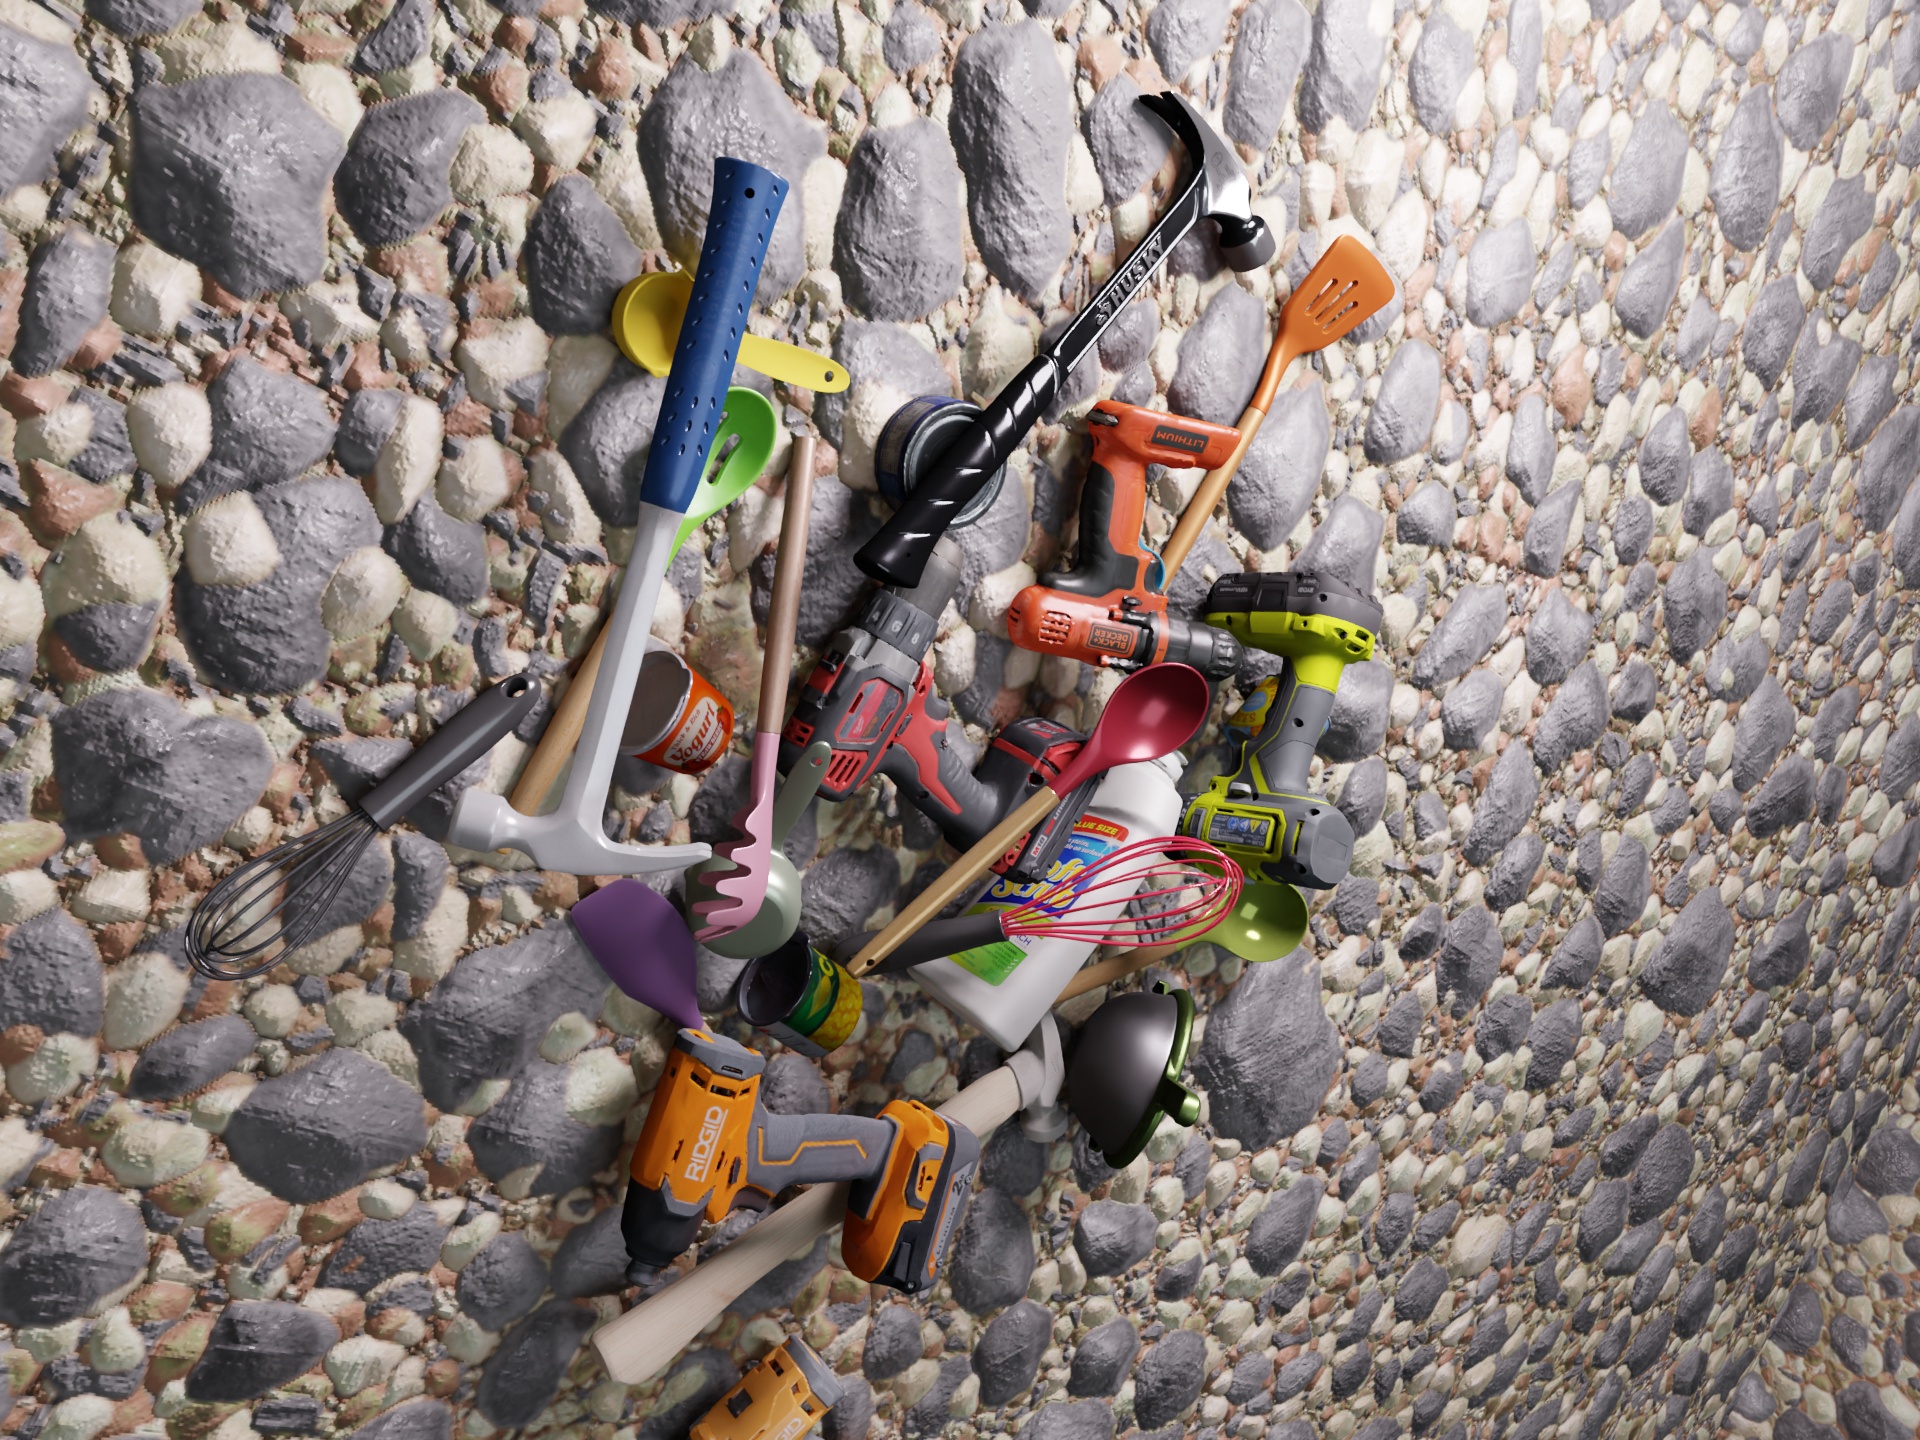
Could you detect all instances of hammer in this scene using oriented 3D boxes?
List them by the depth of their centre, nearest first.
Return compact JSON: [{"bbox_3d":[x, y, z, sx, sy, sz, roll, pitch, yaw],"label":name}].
[{"bbox_3d":[-0.164,-0.107,0.891,0.144,0.035,0.405,15,94,-12],"label":"hammer"},{"bbox_3d":[0.065,-0.240,1.035,0.409,0.036,0.149,-52,127,-19],"label":"hammer"},{"bbox_3d":[-0.085,0.337,1.158,0.410,0.038,0.146,-27,120,-31],"label":"hammer"}]

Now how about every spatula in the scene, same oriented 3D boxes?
[{"bbox_3d":[-0.168,0.224,1.084,0.060,0.018,0.315,-29,123,-7],"label":"spatula"},{"bbox_3d":[0.215,-0.208,1.188,0.081,0.041,0.322,31,89,-40],"label":"spatula"}]

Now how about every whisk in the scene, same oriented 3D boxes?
[{"bbox_3d":[-0.326,0.054,0.887,0.239,0.055,0.055,-44,128,-19],"label":"whisk"},{"bbox_3d":[0.049,0.136,1.097,0.296,0.073,0.073,-14,123,12],"label":"whisk"}]

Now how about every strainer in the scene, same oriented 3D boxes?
[{"bbox_3d":[0.127,0.268,1.210,0.069,0.256,0.151,24,84,-1],"label":"strainer"}]

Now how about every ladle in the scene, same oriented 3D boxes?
[{"bbox_3d":[0.045,0.068,1.077,0.315,0.031,0.069,-40,115,-13],"label":"ladle"},{"bbox_3d":[0.158,0.189,1.267,0.320,0.062,0.078,-14,107,-38],"label":"ladle"}]

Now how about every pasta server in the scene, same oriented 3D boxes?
[{"bbox_3d":[-0.122,-0.020,0.978,0.040,0.060,0.316,8,87,-19],"label":"pasta server"}]

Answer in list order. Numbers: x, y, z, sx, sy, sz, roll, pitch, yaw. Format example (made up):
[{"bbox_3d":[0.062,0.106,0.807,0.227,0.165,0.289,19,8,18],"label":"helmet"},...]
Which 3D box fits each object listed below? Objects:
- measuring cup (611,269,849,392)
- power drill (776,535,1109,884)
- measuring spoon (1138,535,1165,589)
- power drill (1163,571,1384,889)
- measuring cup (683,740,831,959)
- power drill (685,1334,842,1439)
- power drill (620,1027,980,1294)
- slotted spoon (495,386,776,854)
[{"bbox_3d":[-0.134,-0.220,0.936,0.156,0.029,0.062,10,101,-41],"label":"measuring cup"},{"bbox_3d":[-0.002,-0.003,1.087,0.226,0.080,0.188,32,87,-37],"label":"power drill"},{"bbox_3d":[0.116,-0.147,1.158,0.042,0.021,0.128,-22,111,-12],"label":"measuring spoon"},{"bbox_3d":[0.220,0.008,1.202,0.080,0.191,0.228,21,80,-39],"label":"power drill"},{"bbox_3d":[-0.120,0.086,1.012,0.083,0.038,0.167,21,118,-19],"label":"measuring cup"},{"bbox_3d":[-0.137,0.600,1.215,0.185,0.084,0.226,-40,122,-17],"label":"power drill"},{"bbox_3d":[-0.114,0.313,1.067,0.226,0.084,0.164,23,82,-27],"label":"power drill"},{"bbox_3d":[-0.202,-0.060,0.947,0.070,0.031,0.314,27,92,-46],"label":"slotted spoon"}]
